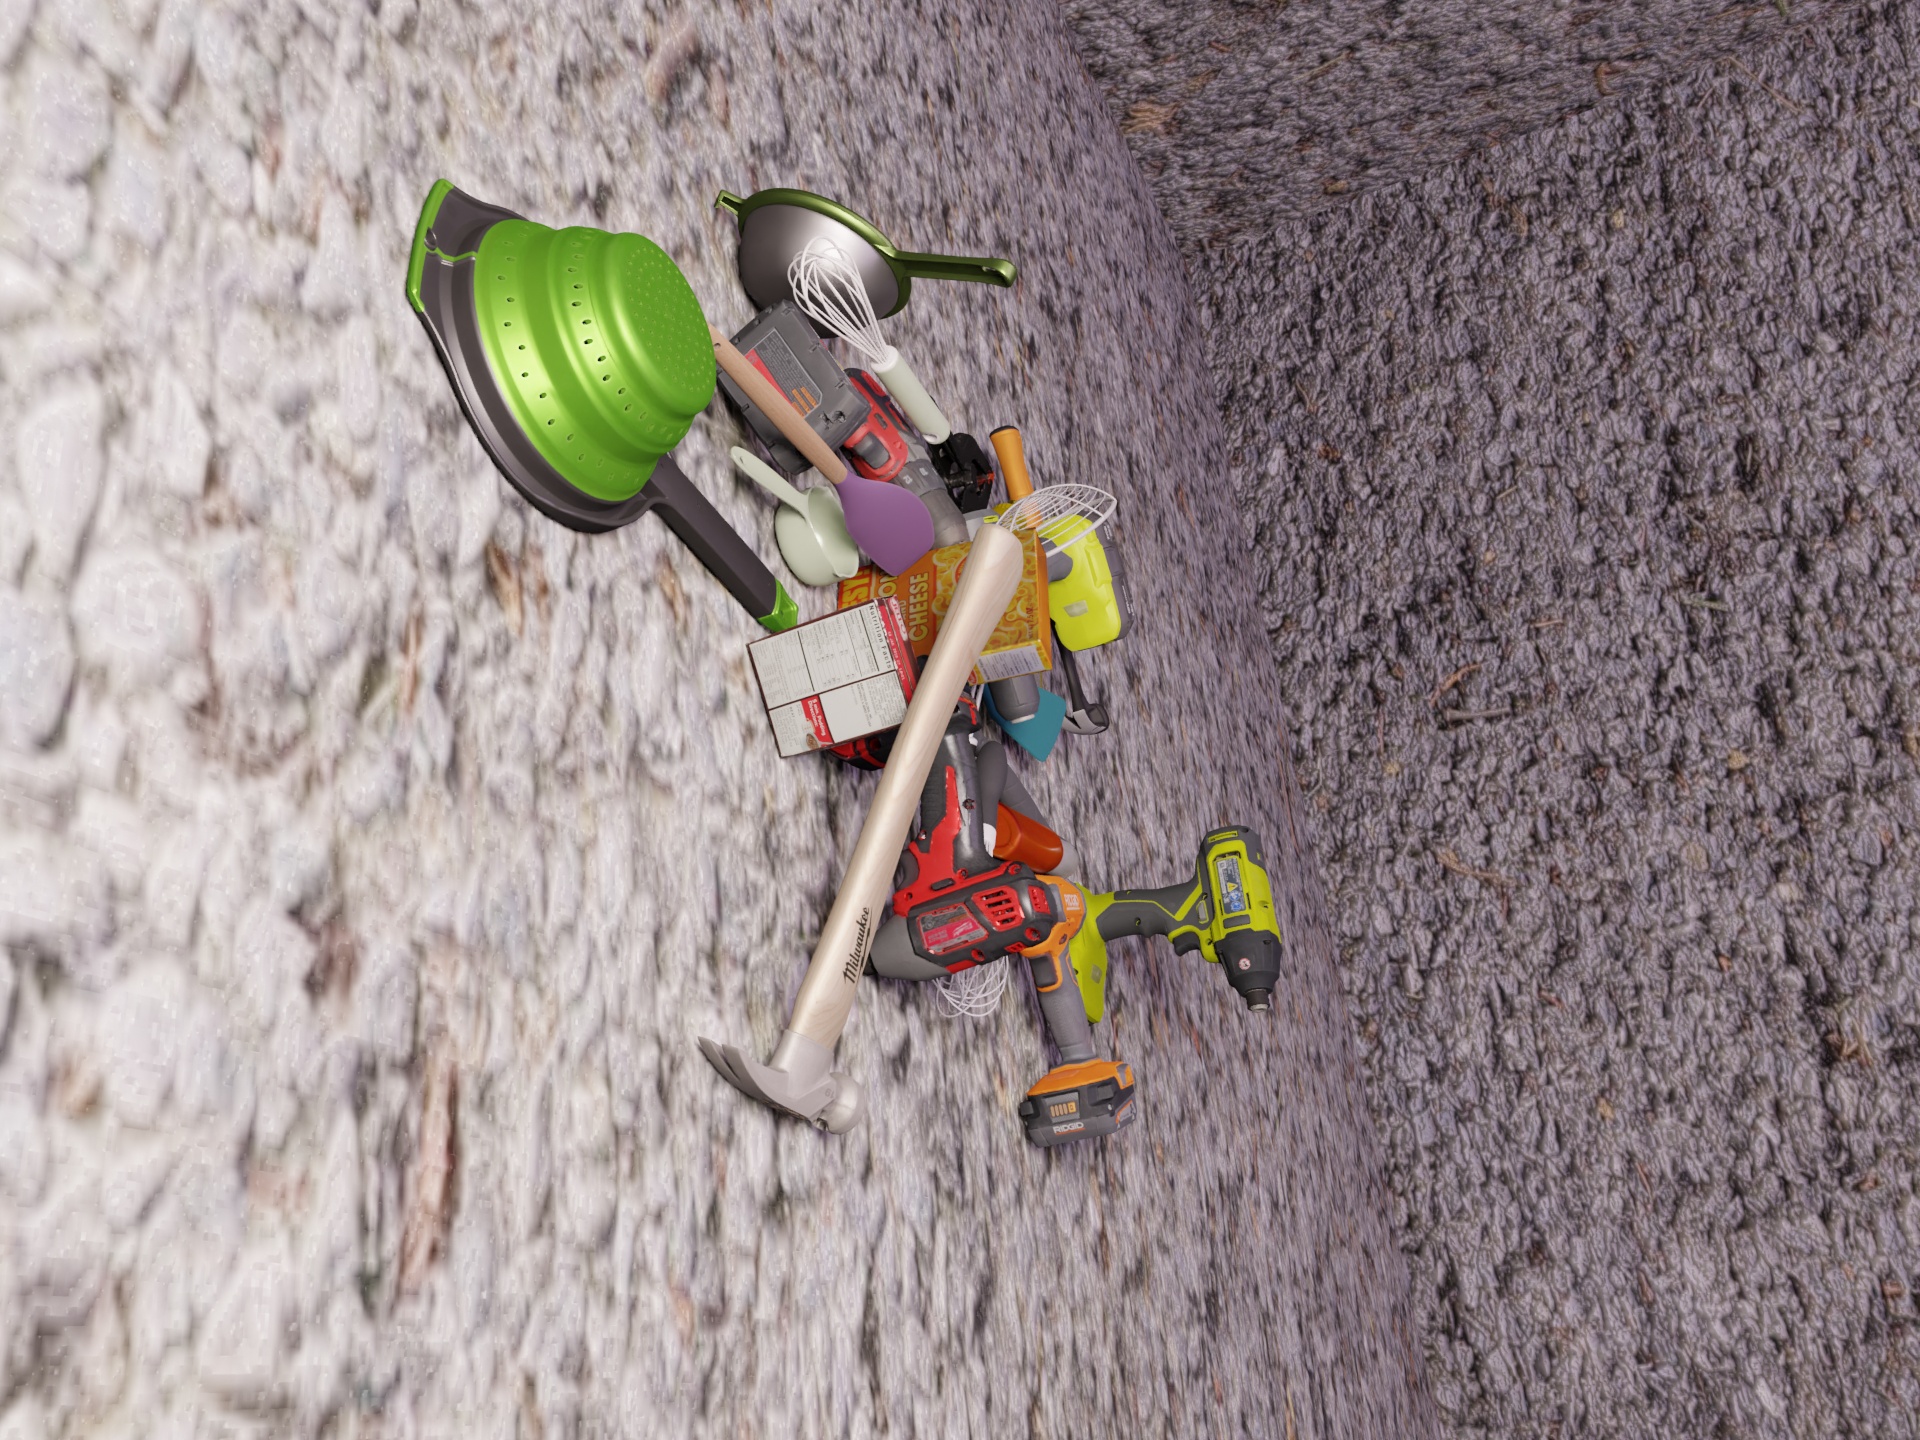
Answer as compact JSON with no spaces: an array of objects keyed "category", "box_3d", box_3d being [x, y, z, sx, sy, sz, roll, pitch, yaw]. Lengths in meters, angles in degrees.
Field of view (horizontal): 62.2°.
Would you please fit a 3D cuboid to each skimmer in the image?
[{"category":"skimmer","box_3d":[0.042,-0.033,1.325,0.090,0.127,0.363,20,78,-29]}]

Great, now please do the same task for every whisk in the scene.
[{"category":"whisk","box_3d":[-0.063,-0.286,1.234,0.246,0.058,0.059,45,57,-57]},{"category":"whisk","box_3d":[0.014,0.123,1.312,0.285,0.070,0.070,-82,149,-44]}]

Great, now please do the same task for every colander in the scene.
[{"category":"colander","box_3d":[-0.176,-0.181,1.006,0.396,0.094,0.205,50,30,-48]}]

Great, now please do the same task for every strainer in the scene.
[{"category":"strainer","box_3d":[-0.076,-0.337,1.240,0.069,0.256,0.151,-65,147,-17]}]

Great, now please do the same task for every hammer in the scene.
[{"category":"hammer","box_3d":[0.085,-0.149,1.654,0.127,0.034,0.337,12,61,-72]},{"category":"hammer","box_3d":[0.016,0.021,1.458,0.149,0.036,0.408,-86,152,-43]},{"category":"hammer","box_3d":[-0.046,0.049,1.020,0.146,0.038,0.411,47,57,-52]}]

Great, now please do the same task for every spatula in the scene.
[{"category":"spatula","box_3d":[-0.098,-0.190,1.141,0.018,0.060,0.315,53,6,34]},{"category":"spatula","box_3d":[0.001,-0.091,1.475,0.317,0.044,0.082,55,43,-33]}]

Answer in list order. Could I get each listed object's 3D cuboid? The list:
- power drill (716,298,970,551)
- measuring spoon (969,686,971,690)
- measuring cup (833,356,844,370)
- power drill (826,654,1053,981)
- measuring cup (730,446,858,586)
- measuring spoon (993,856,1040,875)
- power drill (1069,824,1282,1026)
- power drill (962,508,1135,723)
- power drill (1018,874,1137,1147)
[{"category":"power drill","box_3d":[-0.081,-0.219,1.254,0.188,0.080,0.226,55,13,16]},{"category":"measuring spoon","box_3d":[-0.002,-0.004,1.367,0.042,0.021,0.129,26,62,-64]},{"category":"measuring cup","box_3d":[-0.092,-0.271,1.427,0.156,0.029,0.062,52,27,-22]},{"category":"power drill","box_3d":[-0.030,0.077,1.150,0.078,0.143,0.220,30,41,-69]},{"category":"measuring cup","box_3d":[-0.134,-0.156,1.191,0.167,0.038,0.083,36,39,-54]},{"category":"measuring spoon","box_3d":[0.043,0.138,1.475,0.124,0.018,0.034,33,22,-52]},{"category":"power drill","box_3d":[0.184,0.205,1.482,0.080,0.223,0.171,44,35,-53]},{"category":"power drill","box_3d":[0.073,-0.106,1.491,0.228,0.080,0.190,-19,93,-54]},{"category":"power drill","box_3d":[0.081,0.244,1.368,0.164,0.084,0.226,21,55,-71]}]
